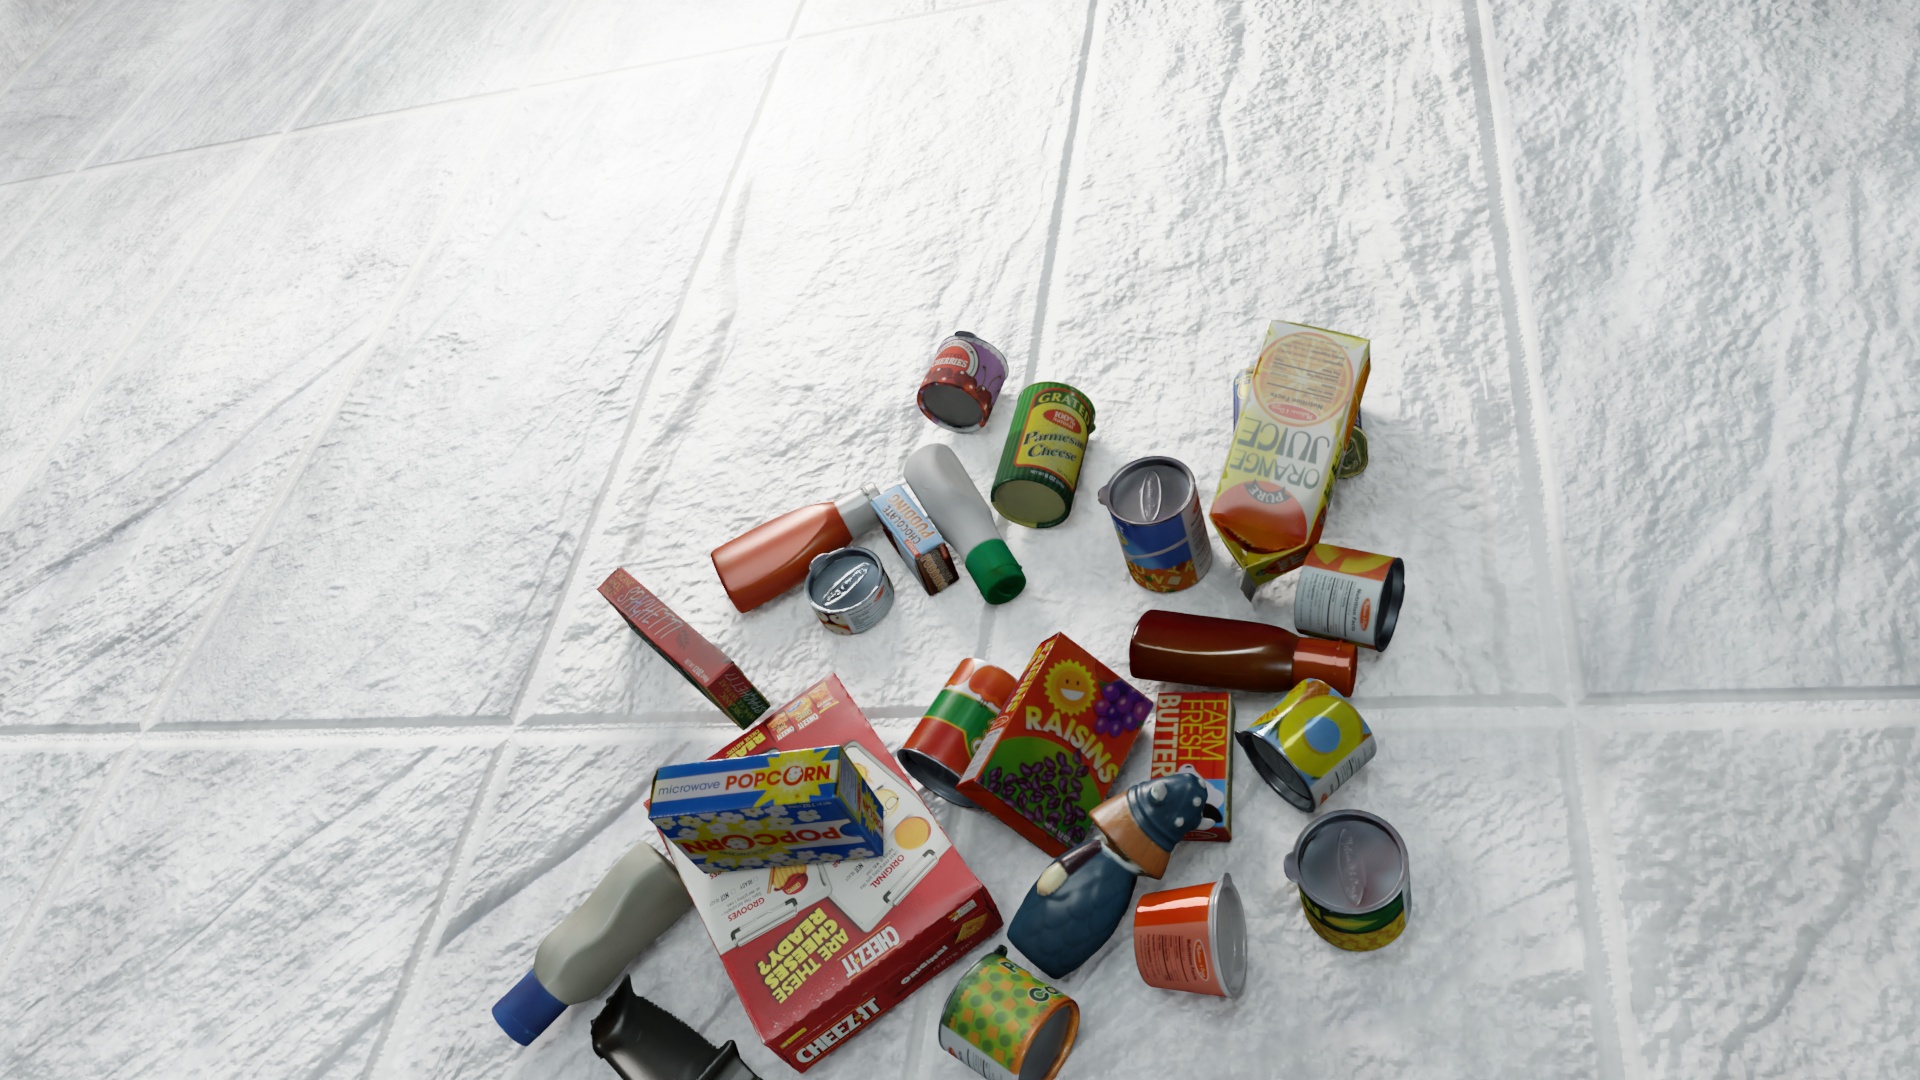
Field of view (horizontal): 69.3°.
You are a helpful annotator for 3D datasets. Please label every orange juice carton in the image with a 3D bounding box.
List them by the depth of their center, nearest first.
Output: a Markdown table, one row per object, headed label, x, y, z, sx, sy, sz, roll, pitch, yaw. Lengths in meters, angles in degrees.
| label | x | y | z | sx | sy | sz | roll | pitch | yaw |
| --- | --- | --- | --- | --- | --- | --- | --- | --- | --- |
| orange juice carton | 0.230 | -0.052 | 0.989 | 0.073 | 0.072 | 0.193 | 16 | 85 | 19 |

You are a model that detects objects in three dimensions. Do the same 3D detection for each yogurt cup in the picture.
| label | x | y | z | sx | sy | sz | roll | pitch | yaw |
| --- | --- | --- | --- | --- | --- | --- | --- | --- | --- |
| yogurt cup | 0.138 | 0.239 | 0.834 | 0.054 | 0.072 | 0.073 | -9 | 48 | 25 |

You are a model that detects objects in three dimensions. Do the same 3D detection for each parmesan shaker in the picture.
| label | x | y | z | sx | sy | sz | roll | pitch | yaw |
| --- | --- | --- | --- | --- | --- | --- | --- | --- | --- |
| parmesan shaker | 0.070 | -0.068 | 1.121 | 0.071 | 0.071 | 0.103 | 1 | 52 | 21 |

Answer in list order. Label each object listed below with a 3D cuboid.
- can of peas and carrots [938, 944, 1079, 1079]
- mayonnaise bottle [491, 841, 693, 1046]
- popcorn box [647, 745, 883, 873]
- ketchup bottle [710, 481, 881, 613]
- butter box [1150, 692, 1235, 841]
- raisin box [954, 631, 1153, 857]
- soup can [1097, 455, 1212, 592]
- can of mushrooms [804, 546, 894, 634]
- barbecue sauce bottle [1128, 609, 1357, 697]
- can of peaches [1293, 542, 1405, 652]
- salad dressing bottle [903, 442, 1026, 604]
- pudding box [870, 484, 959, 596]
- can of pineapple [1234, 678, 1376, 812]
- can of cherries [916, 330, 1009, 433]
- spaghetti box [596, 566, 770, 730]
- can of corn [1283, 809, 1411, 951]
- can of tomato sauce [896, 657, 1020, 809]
| label | x | y | z | sx | sy | sz | roll | pitch | yaw |
| --- | --- | --- | --- | --- | --- | --- | --- | --- | --- |
| can of peas and carrots | 0.031 | 0.288 | 0.829 | 0.059 | 0.070 | 0.071 | 23 | 62 | 34 |
| mayonnaise bottle | -0.252 | 0.277 | 0.950 | 0.148 | 0.064 | 0.041 | -44 | 47 | -13 |
| popcorn box | -0.121 | 0.171 | 0.875 | 0.126 | 0.085 | 0.038 | -9 | 50 | 14 |
| ketchup bottle | -0.130 | 0.000 | 1.151 | 0.149 | 0.043 | 0.065 | -28 | 47 | -4 |
| butter box | 0.155 | 0.150 | 0.928 | 0.053 | 0.024 | 0.104 | -3 | 51 | 18 |
| raisin box | 0.065 | 0.137 | 0.933 | 0.086 | 0.040 | 0.124 | 36 | 62 | -7 |
| soup can | 0.145 | -0.011 | 1.029 | 0.071 | 0.083 | 0.072 | -11 | 48 | 12 |
| can of mushrooms | -0.090 | 0.039 | 1.110 | 0.071 | 0.033 | 0.071 | -11 | 49 | 13 |
| barbecue sauce bottle | 0.195 | 0.079 | 0.956 | 0.148 | 0.043 | 0.065 | 6 | 24 | 23 |
| can of peaches | 0.268 | 0.038 | 0.955 | 0.058 | 0.071 | 0.071 | 12 | 56 | 29 |
| salad dressing bottle | 0.004 | -0.014 | 1.104 | 0.044 | 0.064 | 0.148 | -42 | 53 | 15 |
| pudding box | -0.037 | -0.001 | 1.113 | 0.030 | 0.049 | 0.084 | -31 | 47 | -8 |
| can of pineapple | 0.222 | 0.129 | 0.891 | 0.058 | 0.070 | 0.071 | -37 | 48 | -13 |
| can of cherries | 0.001 | -0.137 | 1.200 | 0.071 | 0.071 | 0.059 | 7 | 54 | 26 |
| spaghetti box | -0.219 | 0.078 | 1.069 | 0.029 | 0.050 | 0.250 | -43 | 33 | -15 |
| can of corn | 0.232 | 0.204 | 0.830 | 0.071 | 0.058 | 0.071 | -11 | 49 | 12 |
| can of tomato sauce | 0.007 | 0.134 | 0.970 | 0.071 | 0.071 | 0.083 | 18 | 59 | 32 |
